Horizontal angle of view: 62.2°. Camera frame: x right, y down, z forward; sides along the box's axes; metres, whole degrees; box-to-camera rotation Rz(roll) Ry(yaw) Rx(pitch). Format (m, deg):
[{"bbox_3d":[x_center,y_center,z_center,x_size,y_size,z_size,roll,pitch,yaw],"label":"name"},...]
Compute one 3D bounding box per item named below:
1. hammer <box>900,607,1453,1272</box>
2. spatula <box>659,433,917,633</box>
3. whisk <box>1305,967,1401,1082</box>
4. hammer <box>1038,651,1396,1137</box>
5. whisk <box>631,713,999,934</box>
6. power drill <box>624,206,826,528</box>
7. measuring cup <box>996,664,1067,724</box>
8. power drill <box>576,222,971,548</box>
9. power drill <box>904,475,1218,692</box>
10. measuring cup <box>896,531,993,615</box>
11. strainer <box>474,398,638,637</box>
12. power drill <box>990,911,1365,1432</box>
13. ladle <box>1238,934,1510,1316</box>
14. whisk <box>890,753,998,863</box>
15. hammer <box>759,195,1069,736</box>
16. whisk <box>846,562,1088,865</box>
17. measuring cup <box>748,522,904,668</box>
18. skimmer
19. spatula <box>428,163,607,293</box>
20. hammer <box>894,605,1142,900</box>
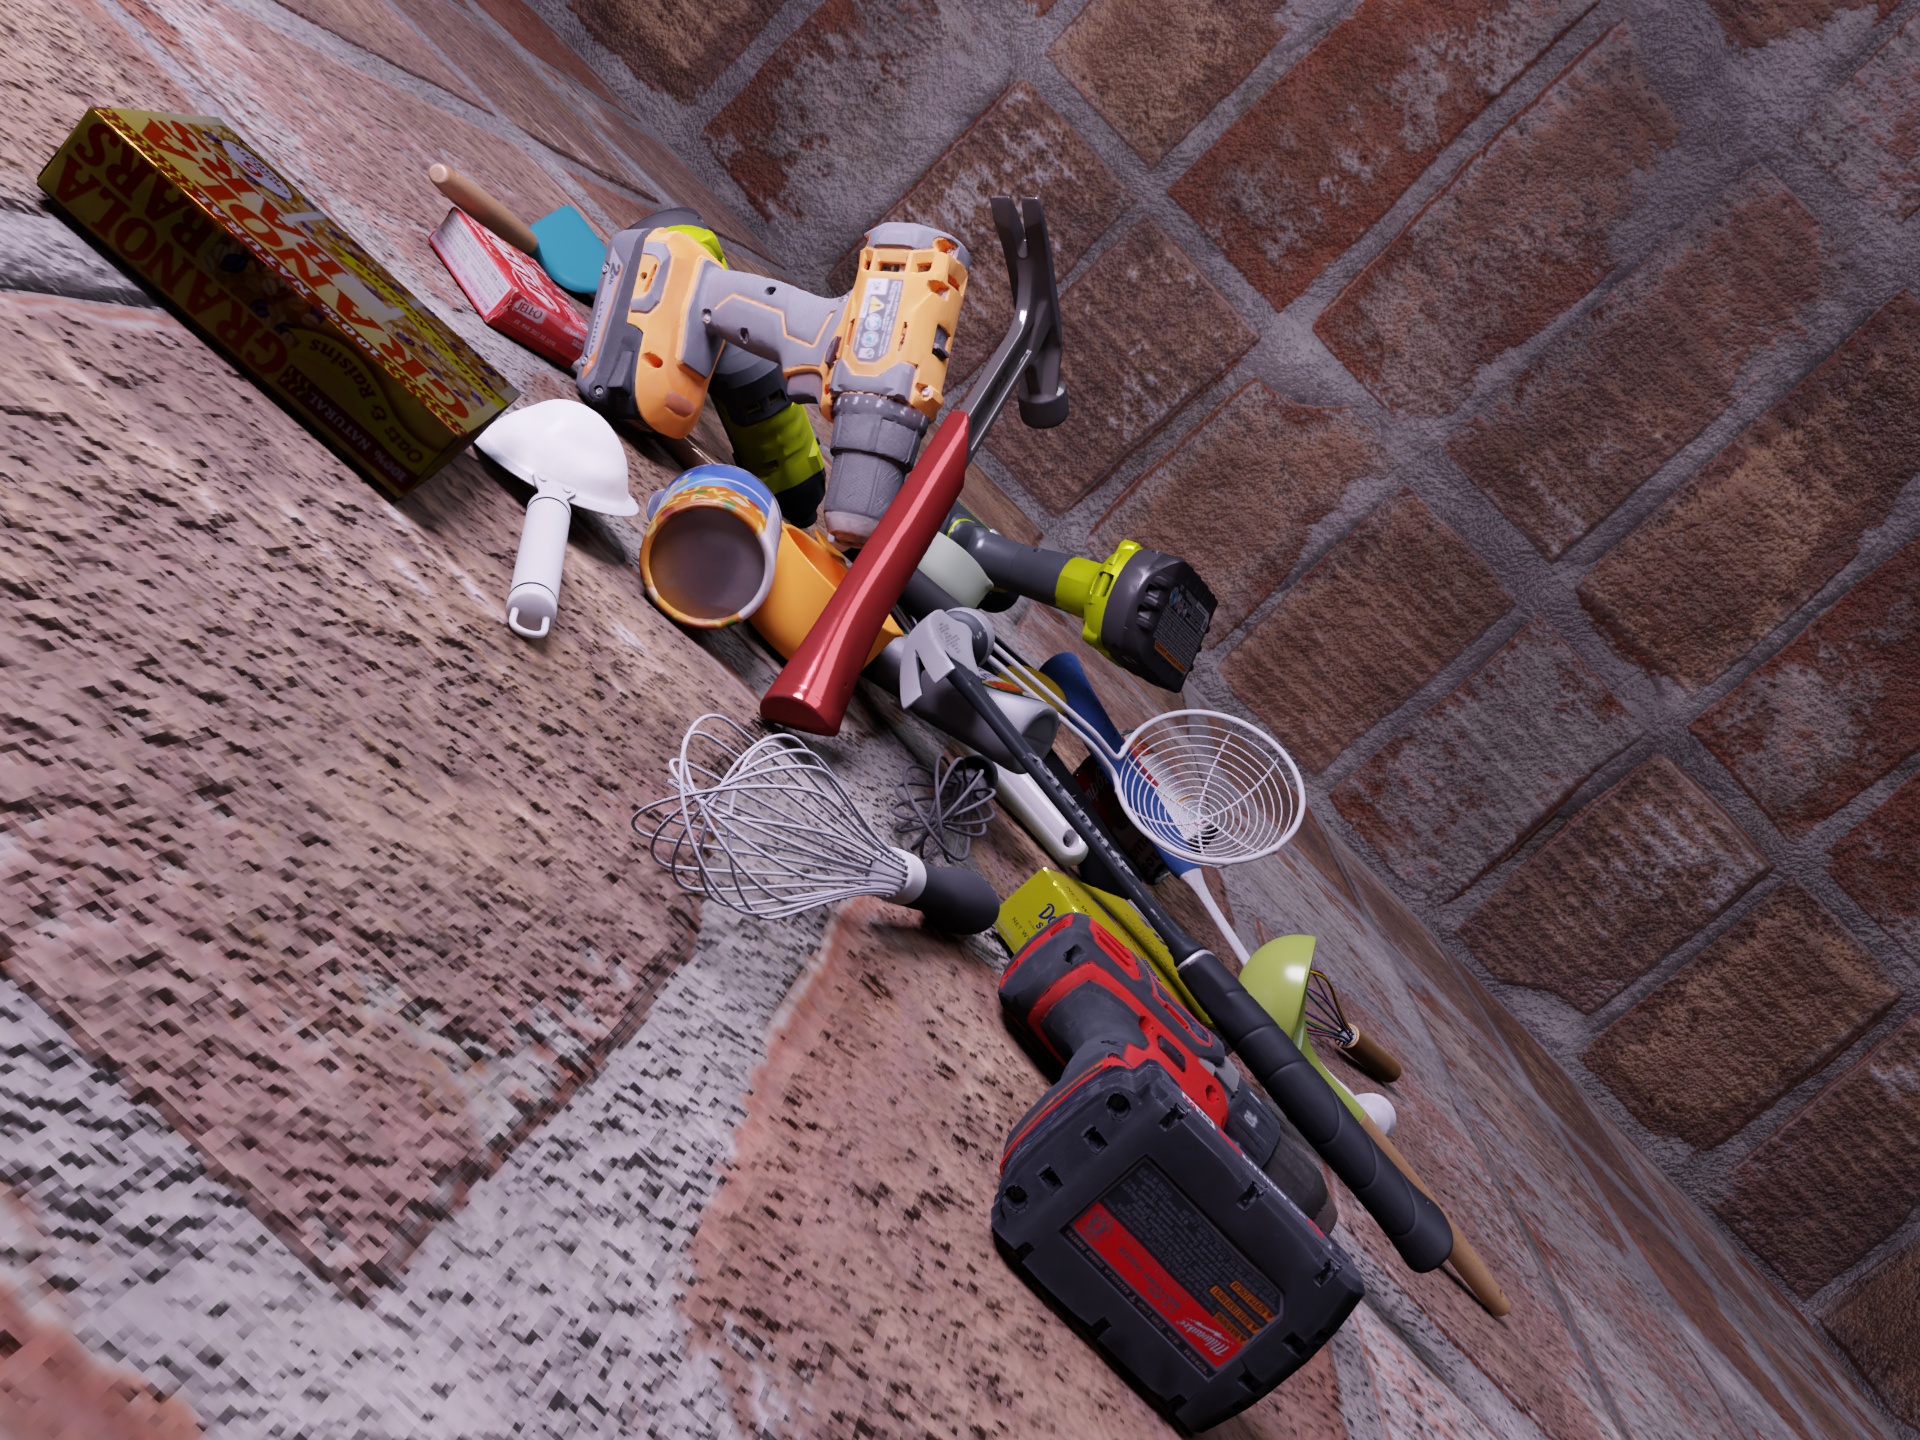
[{"bbox_3d":[0.107,0.108,0.796,0.409,0.036,0.149,51,13,2],"label":"hammer"},{"bbox_3d":[-0.100,-0.106,1.046,0.316,0.018,0.059,42,-31,-4],"label":"spatula"},{"bbox_3d":[0.300,0.243,1.256,0.244,0.047,0.051,40,11,-45],"label":"whisk"},{"bbox_3d":[0.165,0.116,1.113,0.406,0.035,0.144,59,16,24],"label":"hammer"},{"bbox_3d":[-0.039,0.056,0.639,0.070,0.070,0.284,51,7,24],"label":"whisk"},{"bbox_3d":[-0.167,-0.251,1.143,0.223,0.080,0.171,57,-8,35],"label":"power drill"},{"bbox_3d":[0.006,-0.036,1.096,0.156,0.029,0.062,27,27,-16],"label":"measuring cup"},{"bbox_3d":[-0.114,-0.202,0.948,0.226,0.185,0.084,10,-5,24],"label":"power drill"},{"bbox_3d":[0.065,-0.097,1.164,0.229,0.080,0.190,22,-4,27],"label":"power drill"},{"bbox_3d":[-0.018,-0.073,1.079,0.083,0.038,0.167,29,-20,18],"label":"measuring cup"},{"bbox_3d":[-0.179,-0.095,0.701,0.086,0.050,0.259,24,22,-22],"label":"strainer"},{"bbox_3d":[0.093,0.180,0.637,0.188,0.080,0.227,46,8,-4],"label":"power drill"},{"bbox_3d":[0.262,0.255,0.961,0.320,0.062,0.078,52,38,-19],"label":"ladle"},{"bbox_3d":[-0.001,0.038,0.871,0.055,0.055,0.239,46,7,2],"label":"whisk"},{"bbox_3d":[-0.017,-0.133,0.861,0.149,0.037,0.359,76,31,-43],"label":"hammer"},{"bbox_3d":[-0.002,-0.003,1.009,0.246,0.058,0.059,49,-27,-5],"label":"whisk"},{"bbox_3d":[-0.089,-0.074,0.929,0.095,0.052,0.174,42,8,-19],"label":"measuring cup"},{"bbox_3d":[0.075,-0.027,1.010,0.363,0.090,0.127,38,45,-27],"label":"skimmer"},{"bbox_3d":[-0.291,-0.335,1.069,0.082,0.044,0.317,54,4,-4],"label":"spatula"},{"bbox_3d":[0.050,0.014,1.162,0.146,0.035,0.335,36,15,-39],"label":"hammer"}]
